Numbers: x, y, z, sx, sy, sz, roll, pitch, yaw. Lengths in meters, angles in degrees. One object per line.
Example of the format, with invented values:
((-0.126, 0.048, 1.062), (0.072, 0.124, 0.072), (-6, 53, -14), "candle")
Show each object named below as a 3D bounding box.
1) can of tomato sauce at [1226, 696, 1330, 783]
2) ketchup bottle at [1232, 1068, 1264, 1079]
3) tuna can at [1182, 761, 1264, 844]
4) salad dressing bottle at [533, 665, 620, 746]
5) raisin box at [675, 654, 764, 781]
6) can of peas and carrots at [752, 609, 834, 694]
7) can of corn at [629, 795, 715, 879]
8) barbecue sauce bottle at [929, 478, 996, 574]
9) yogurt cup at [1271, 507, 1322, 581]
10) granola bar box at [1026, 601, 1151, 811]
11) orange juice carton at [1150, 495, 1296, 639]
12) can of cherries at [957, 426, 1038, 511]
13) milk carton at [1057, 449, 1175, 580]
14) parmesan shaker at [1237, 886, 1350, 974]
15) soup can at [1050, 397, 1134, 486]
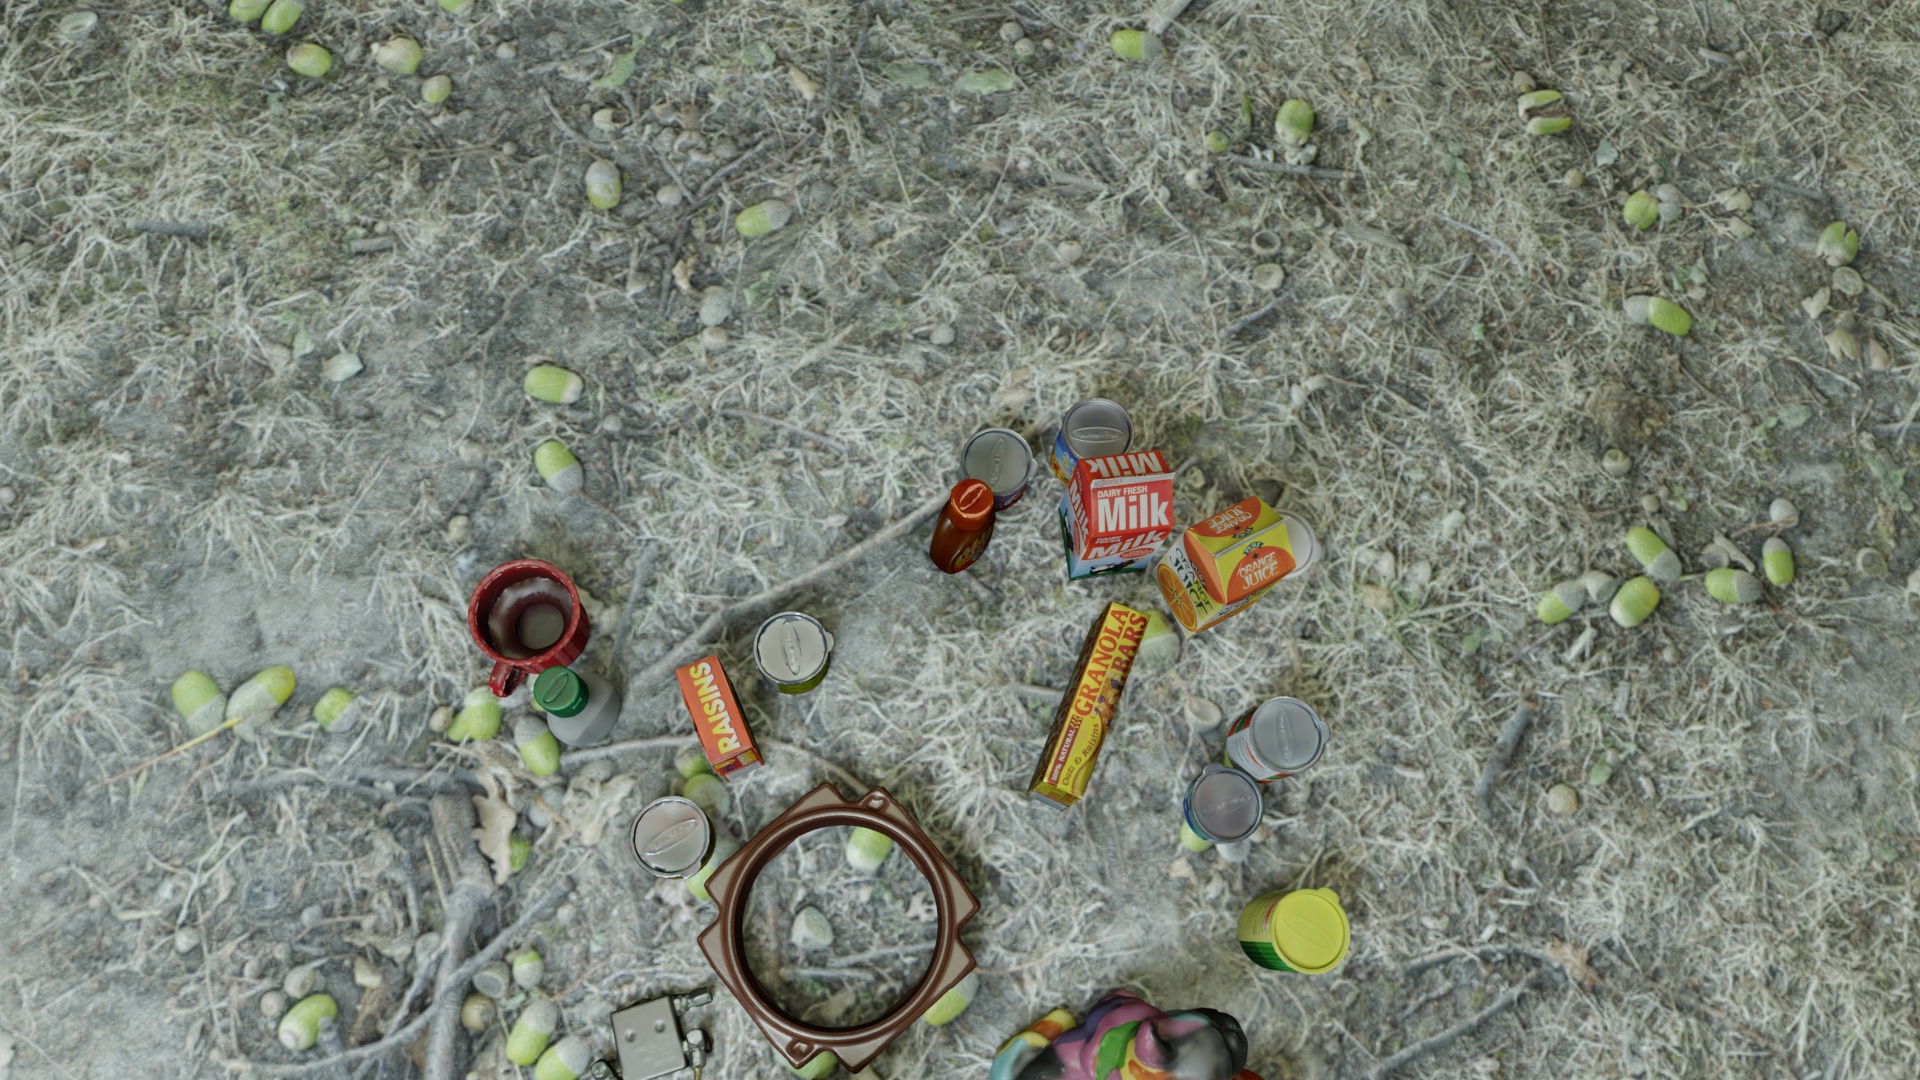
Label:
((0.278, 0.176, 1.222), (0.071, 0.083, 0.071), (1, 74, -4), "can of tomato sauce")
((0.231, 0.456, 1.101), (0.043, 0.148, 0.065), (7, 74, -2), "ketchup bottle")
((0.231, 0.233, 1.228), (0.071, 0.032, 0.071), (1, 74, -4), "tuna can")
((-0.321, 0.135, 1.157), (0.044, 0.147, 0.064), (34, 75, 6), "salad dressing bottle")
((-0.203, 0.152, 1.173), (0.040, 0.123, 0.086), (-21, 77, -10), "raisin box")
((-0.146, 0.099, 1.227), (0.071, 0.058, 0.071), (1, 74, -4), "can of peas and carrots")
((-0.241, 0.254, 1.174), (0.071, 0.058, 0.071), (1, 74, -4), "can of corn")
((0.004, -0.015, 1.225), (0.044, 0.148, 0.065), (44, 76, 8), "barbecue sauce bottle")
((0.290, 0.009, 1.288), (0.072, 0.053, 0.072), (1, 74, -4), "yogurt cup")
((0.108, 0.145, 1.198), (0.039, 0.124, 0.166), (22, 73, 3), "granola bar box")
((0.230, 0.021, 1.207), (0.072, 0.192, 0.073), (-25, 77, -10), "orange juice carton")
((0.034, -0.064, 1.288), (0.071, 0.058, 0.071), (1, 74, -4), "can of cherries")
((0.136, -0.025, 1.215), (0.072, 0.190, 0.073), (-7, 75, -6), "milk carton")
((0.280, 0.326, 1.167), (0.071, 0.102, 0.071), (1, 74, -4), "parmesan shaker")
((0.121, -0.085, 1.287), (0.071, 0.083, 0.071), (1, 74, -4), "soup can")
